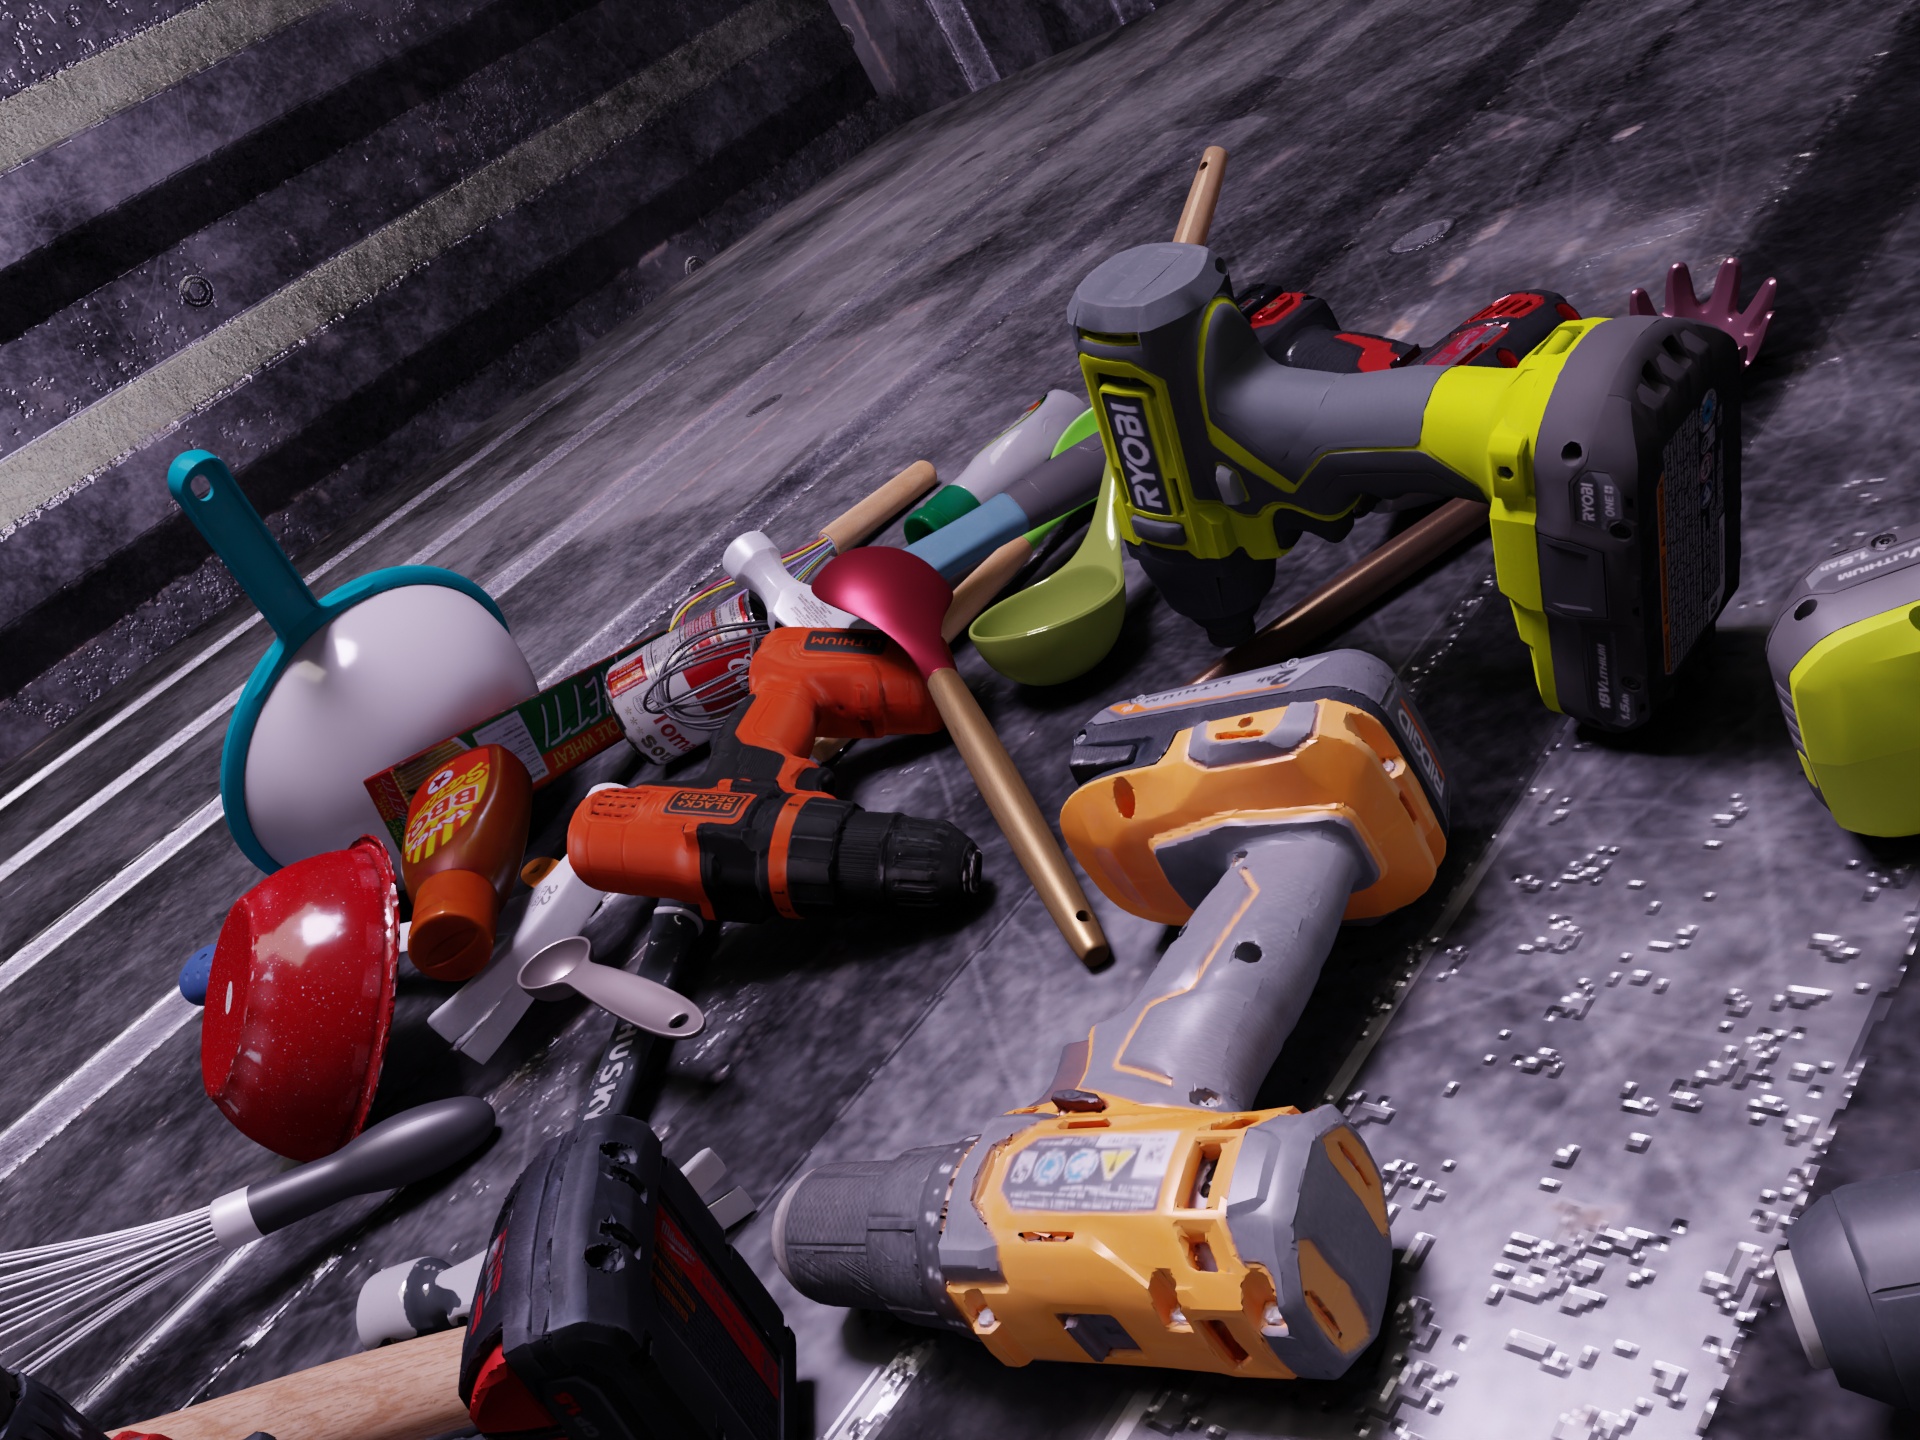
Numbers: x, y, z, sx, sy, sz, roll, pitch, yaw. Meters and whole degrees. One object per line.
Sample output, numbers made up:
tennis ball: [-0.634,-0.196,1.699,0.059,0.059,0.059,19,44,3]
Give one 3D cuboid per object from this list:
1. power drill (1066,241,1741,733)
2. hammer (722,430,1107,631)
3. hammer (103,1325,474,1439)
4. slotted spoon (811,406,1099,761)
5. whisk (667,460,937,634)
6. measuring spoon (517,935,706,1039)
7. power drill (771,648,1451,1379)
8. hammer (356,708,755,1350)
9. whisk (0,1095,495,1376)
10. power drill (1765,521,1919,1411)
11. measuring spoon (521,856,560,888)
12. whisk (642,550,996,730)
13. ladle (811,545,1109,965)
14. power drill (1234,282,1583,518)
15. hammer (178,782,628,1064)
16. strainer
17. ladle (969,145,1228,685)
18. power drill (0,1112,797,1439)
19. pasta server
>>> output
power drill: [0.151,-0.079,0.573,0.223,0.171,0.080,19,53,41]
hammer: [0.040,-0.123,0.889,0.331,0.033,0.128,-32,66,-21]
hammer: [-0.233,0.238,0.526,0.331,0.031,0.130,-18,43,8]
slotted spoon: [0.018,-0.085,0.908,0.070,0.031,0.314,21,56,36]
whisk: [-0.106,-0.111,1.086,0.245,0.047,0.051,-40,24,-26]
measuring spoon: [-0.140,0.115,0.652,0.124,0.018,0.034,10,41,45]
power drill: [0.049,0.089,0.487,0.185,0.084,0.226,-14,34,36]
hammer: [-0.129,0.100,0.721,0.149,0.036,0.409,-22,26,18]
whisk: [-0.332,0.220,0.660,0.284,0.070,0.070,-22,22,-13]
power drill: [0.258,0.039,0.339,0.190,0.080,0.229,-20,29,23]
measuring spoon: [-0.222,0.091,0.879,0.021,0.011,0.117,-42,23,-20]
whisk: [-0.072,-0.055,0.892,0.239,0.055,0.055,-28,20,-29]
ladle: [-0.001,-0.002,0.692,0.069,0.031,0.316,-6,36,-18]
power drill: [0.187,-0.157,0.797,0.143,0.078,0.220,-39,28,-15]
hammer: [-0.329,0.127,0.870,0.405,0.035,0.144,-15,38,41]
strainer: [-0.325,-0.015,0.892,0.095,0.340,0.211,26,63,24]
ladle: [0.081,-0.163,0.802,0.078,0.062,0.320,0,66,48]
power drill: [-0.175,0.191,0.425,0.226,0.187,0.080,-25,25,5]
pasta server: [0.214,-0.093,0.684,0.316,0.040,0.060,-34,47,-2]
